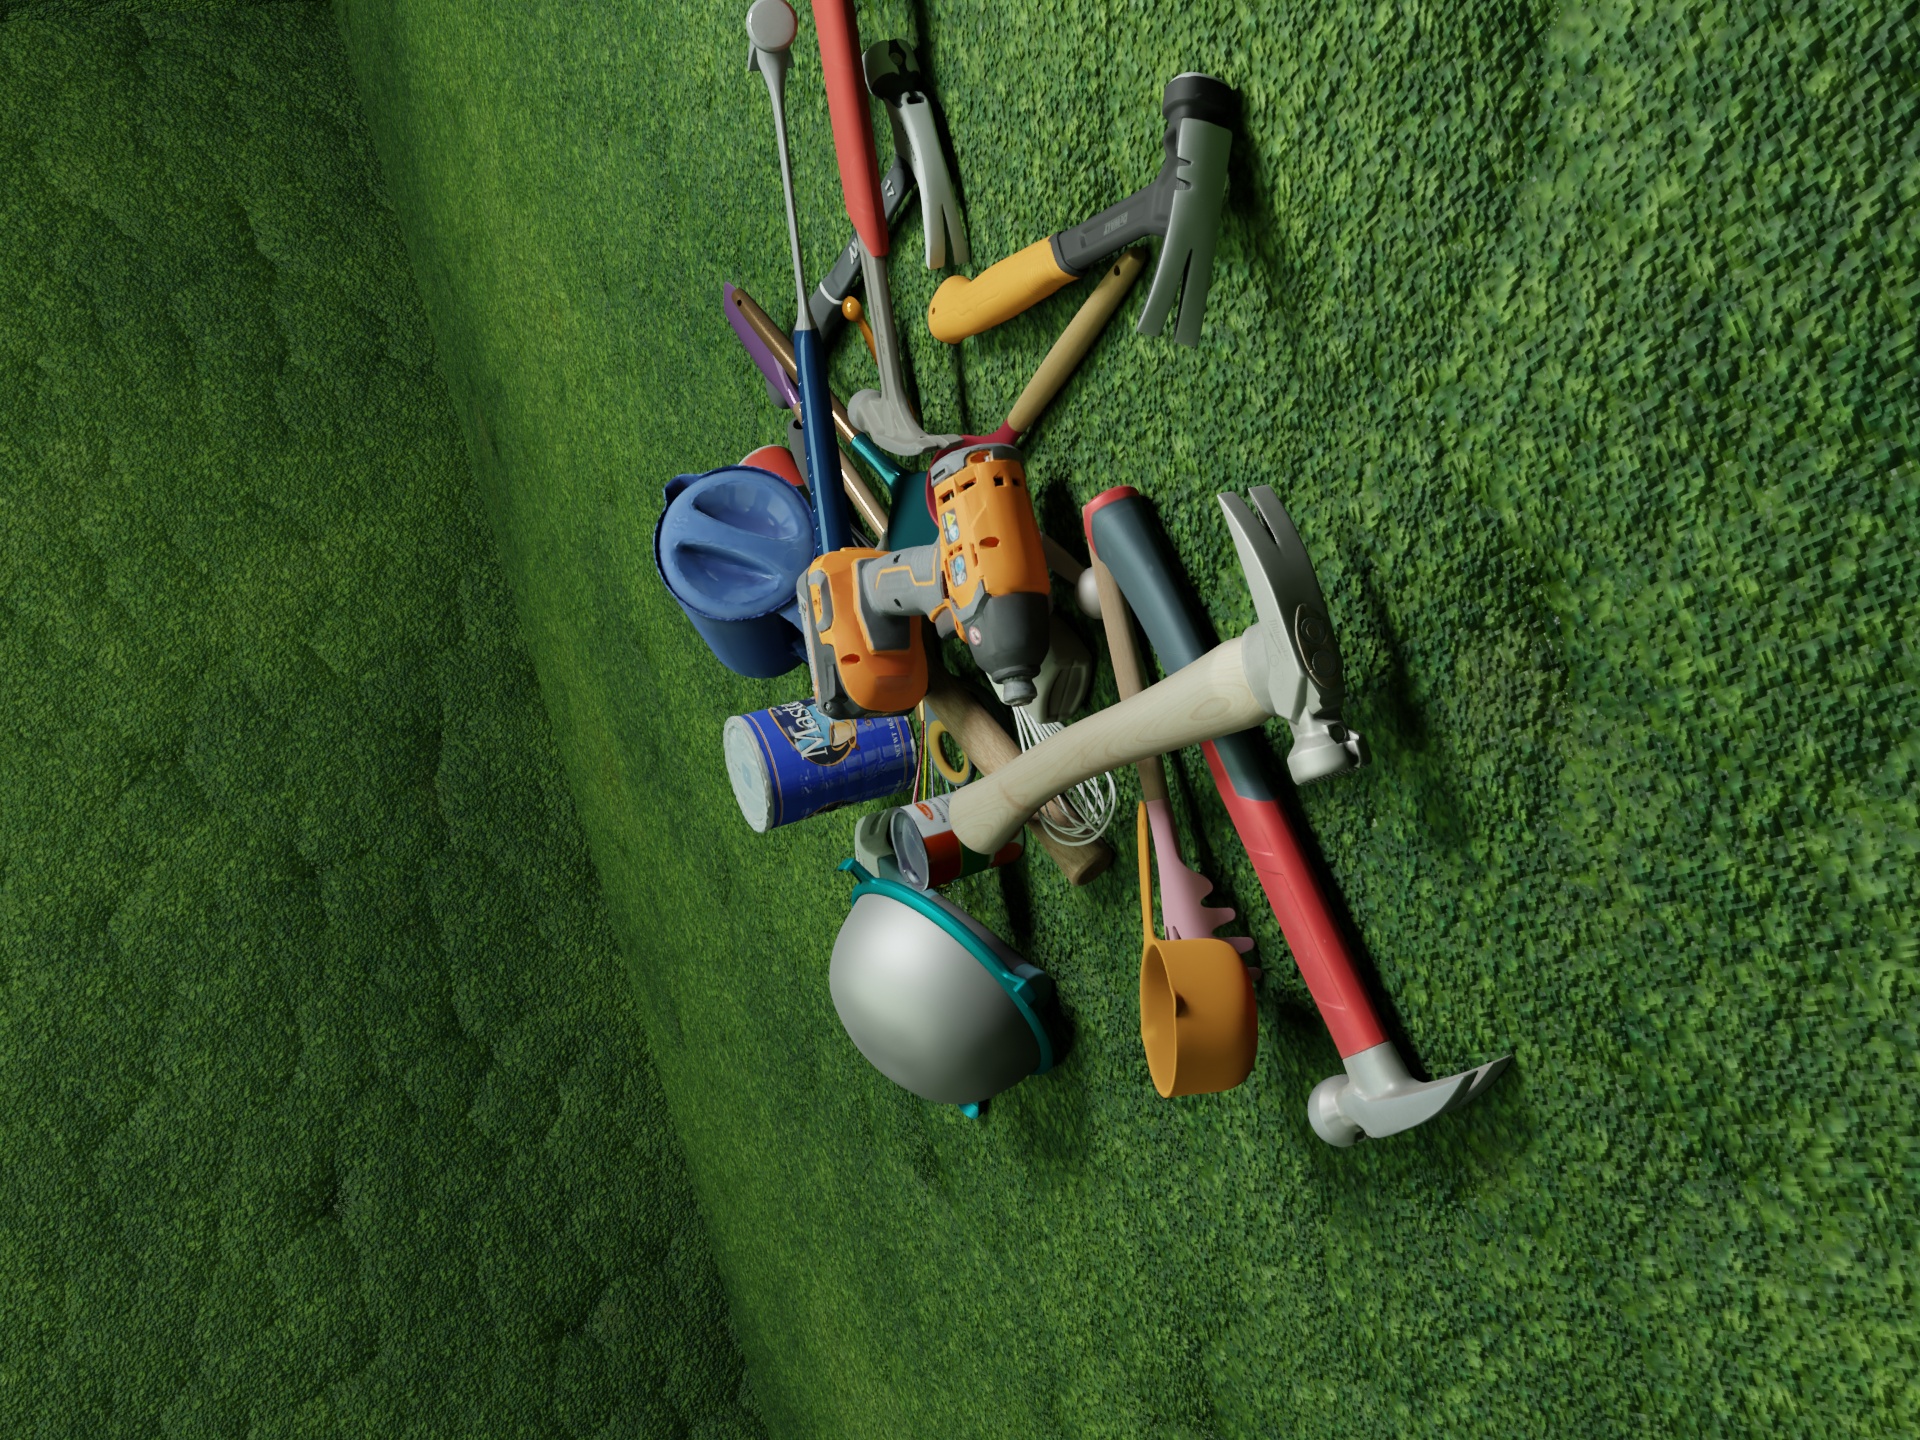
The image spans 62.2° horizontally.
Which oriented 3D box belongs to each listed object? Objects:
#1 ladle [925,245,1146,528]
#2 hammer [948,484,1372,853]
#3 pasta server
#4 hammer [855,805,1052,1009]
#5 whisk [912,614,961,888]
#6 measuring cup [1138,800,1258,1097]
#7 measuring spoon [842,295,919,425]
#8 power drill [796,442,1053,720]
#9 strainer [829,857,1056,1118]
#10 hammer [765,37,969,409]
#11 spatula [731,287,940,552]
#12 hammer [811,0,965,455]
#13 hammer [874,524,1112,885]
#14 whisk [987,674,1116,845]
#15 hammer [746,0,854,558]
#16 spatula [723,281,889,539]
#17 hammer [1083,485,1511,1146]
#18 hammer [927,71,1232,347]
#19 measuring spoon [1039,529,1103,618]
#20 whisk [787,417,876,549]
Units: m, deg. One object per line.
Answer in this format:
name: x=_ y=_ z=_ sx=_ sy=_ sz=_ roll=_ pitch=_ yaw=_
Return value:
ladle: x=0.044 y=-0.202 z=1.004 sx=0.069 sy=0.031 sz=0.315 roll=65 pitch=154 yaw=10
hammer: x=0.082 y=0.003 z=0.925 sx=0.410 sy=0.038 sz=0.146 roll=-32 pitch=73 yaw=62
pasta server: x=0.121 y=0.020 z=0.972 sx=0.060 sy=0.040 sz=0.316 roll=160 pitch=98 yaw=-67
hammer: x=-0.014 y=0.168 z=1.363 sx=0.331 sy=0.033 sz=0.128 roll=30 pitch=133 yaw=58
whisk: x=-0.024 y=0.020 z=1.279 sx=0.051 sy=0.047 sz=0.245 roll=-157 pitch=59 yaw=-63
measuring cup: x=0.133 y=0.128 z=0.916 sx=0.095 sy=0.052 sz=0.174 roll=101 pitch=167 yaw=-67
measuring spoon: x=-0.059 y=-0.258 z=1.172 sx=0.021 sy=0.011 sz=0.116 roll=17 pitch=140 yaw=57
power drill: x=-0.020 y=-0.068 z=1.065 sx=0.226 sy=0.084 sz=0.164 roll=-26 pitch=72 yaw=54
strainer: x=-0.028 y=0.269 z=1.296 sx=0.211 sy=0.095 sz=0.340 roll=32 pitch=151 yaw=27
hammer: x=-0.088 y=-0.332 z=1.214 sx=0.409 sy=0.036 sz=0.149 roll=-34 pitch=74 yaw=66
spatula: x=-0.100 y=-0.237 z=1.238 sx=0.318 sy=0.044 sz=0.082 roll=52 pitch=122 yaw=23
hammer: x=-0.062 y=-0.354 z=1.038 sx=0.149 sy=0.036 sz=0.358 roll=-144 pitch=42 yaw=-61
hammer: x=-0.002 y=-0.004 z=1.166 sx=0.332 sy=0.130 sz=0.031 roll=50 pitch=-169 yaw=32
whisk: x=0.043 y=-0.014 z=1.108 sx=0.059 sy=0.057 sz=0.247 roll=-40 pitch=54 yaw=19
hammer: x=-0.112 y=-0.296 z=1.152 sx=0.144 sy=0.035 sz=0.405 roll=-114 pitch=17 yaw=-72
spatula: x=-0.119 y=-0.240 z=1.303 sx=0.316 sy=0.018 sz=0.059 roll=56 pitch=159 yaw=18
hammer: x=0.164 y=0.034 z=0.865 sx=0.386 sy=0.038 sz=0.143 roll=68 pitch=155 yaw=16
hammer: x=0.052 y=-0.253 z=0.912 sx=0.337 sy=0.034 sz=0.127 roll=-173 pitch=91 yaw=-68
measuring spoon: x=0.062 y=-0.100 z=1.037 sx=0.124 sy=0.018 sz=0.034 roll=46 pitch=144 yaw=50
whisk: x=-0.102 y=-0.170 z=1.338 sx=0.055 sy=0.055 sz=0.239 roll=108 pitch=144 yaw=-53
